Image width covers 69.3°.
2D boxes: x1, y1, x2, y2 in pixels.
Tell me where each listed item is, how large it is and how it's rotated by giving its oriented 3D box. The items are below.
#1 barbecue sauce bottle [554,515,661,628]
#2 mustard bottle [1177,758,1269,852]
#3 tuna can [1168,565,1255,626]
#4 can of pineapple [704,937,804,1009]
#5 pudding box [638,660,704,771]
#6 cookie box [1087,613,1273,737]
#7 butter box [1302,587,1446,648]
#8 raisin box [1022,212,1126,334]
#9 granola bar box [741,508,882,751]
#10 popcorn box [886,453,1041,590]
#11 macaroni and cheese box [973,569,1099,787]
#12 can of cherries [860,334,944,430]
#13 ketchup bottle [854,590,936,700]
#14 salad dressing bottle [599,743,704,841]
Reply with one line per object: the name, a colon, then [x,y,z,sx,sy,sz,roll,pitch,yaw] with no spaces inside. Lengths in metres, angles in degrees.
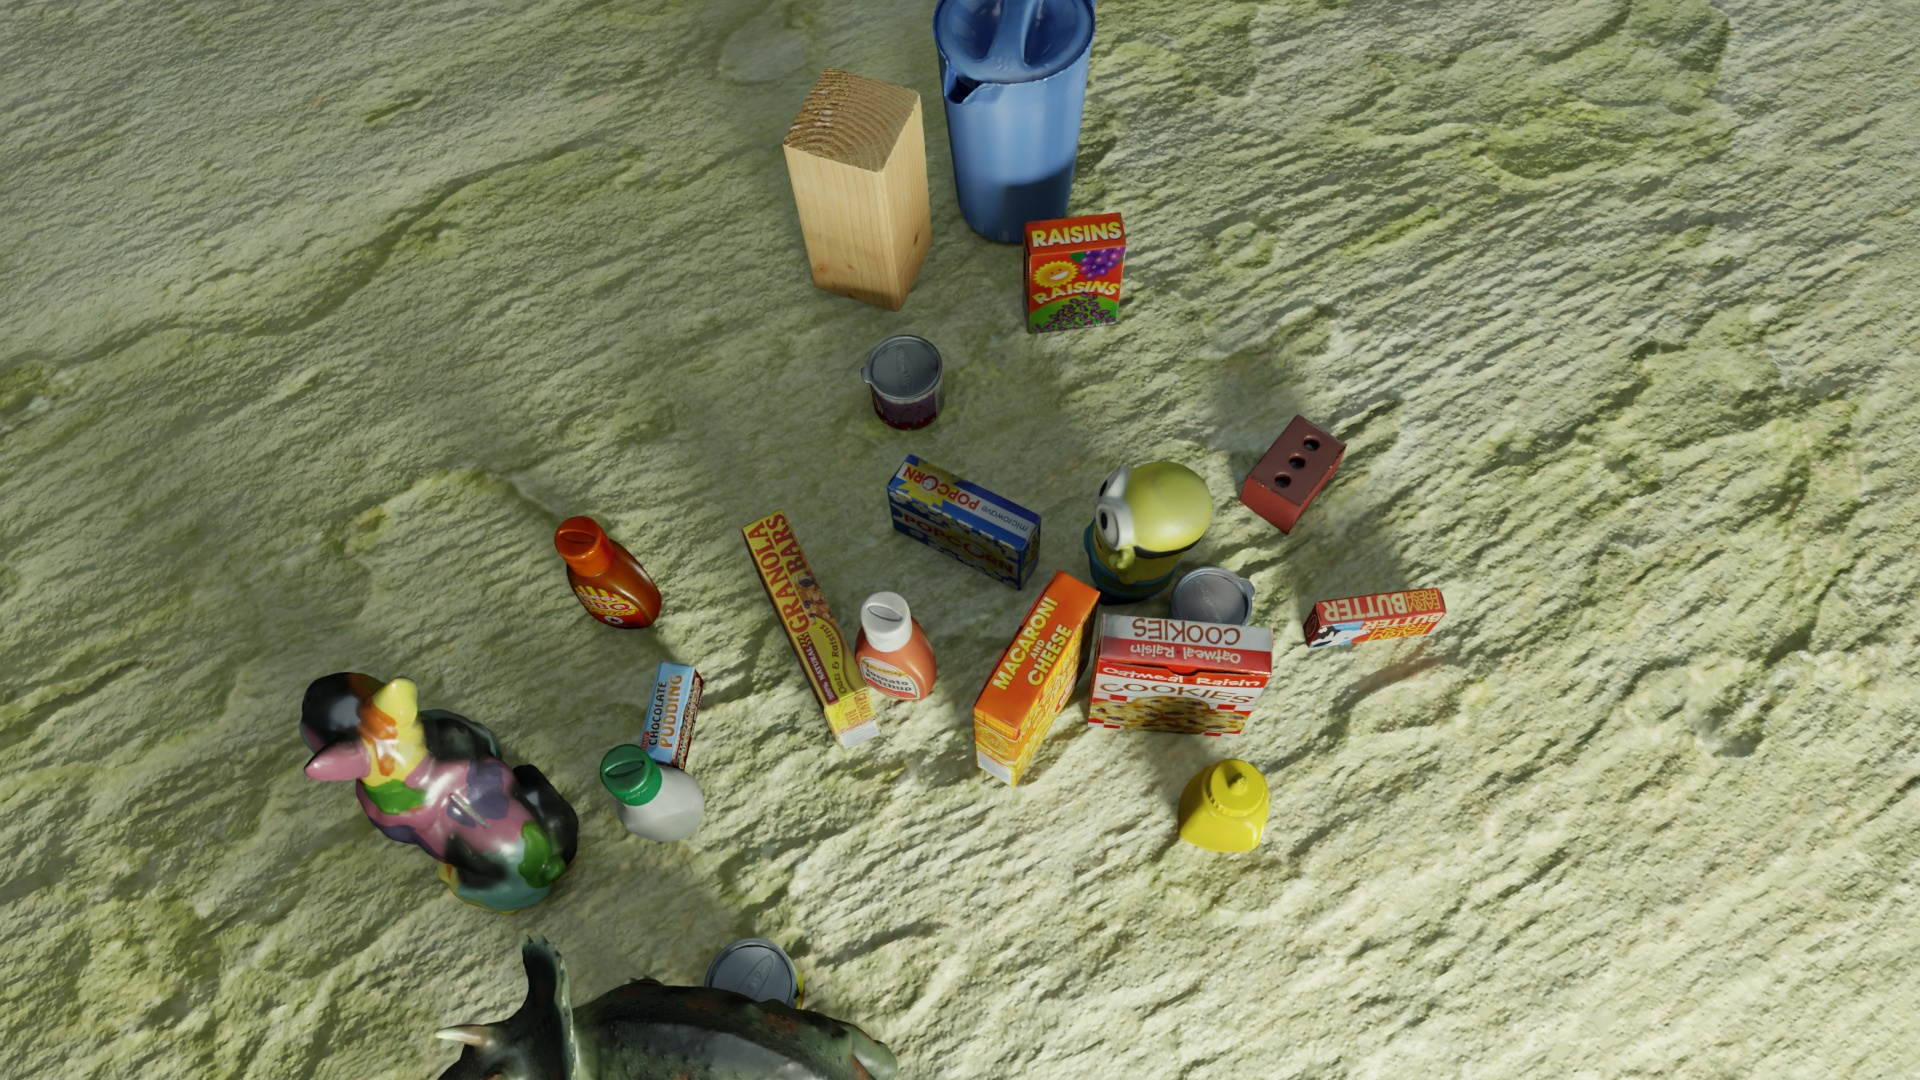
barbecue sauce bottle: [-0.287,0.026,1.115,0.065,0.148,0.044,9,67,6]
mustard bottle: [0.197,0.191,1.018,0.065,0.159,0.049,8,67,6]
tuna can: [0.208,0.056,1.149,0.071,0.032,0.071,-1,66,2]
can of pineapple: [-0.149,0.332,1.022,0.071,0.057,0.071,-1,66,2]
pudding box: [-0.232,0.144,1.114,0.030,0.049,0.084,7,66,5]
cookie box: [0.162,0.107,1.054,0.123,0.166,0.040,4,66,4]
butter box: [0.336,0.063,1.130,0.103,0.053,0.024,-7,66,-1]
raisin box: [0.100,-0.236,1.235,0.086,0.123,0.040,-6,66,-1]
granola bar box: [-0.118,0.074,1.101,0.039,0.123,0.166,-25,67,-9]
popcorn box: [0.004,-0.015,1.159,0.127,0.085,0.038,26,70,13]
macaroni and cheese box: [0.056,0.109,1.057,0.040,0.165,0.124,28,70,13]
can of cherries: [-0.050,-0.139,1.231,0.071,0.058,0.072,-1,66,2]
ketchup bottle: [-0.053,0.081,1.082,0.065,0.148,0.044,18,68,10]
salad dressing bottle: [-0.232,0.189,1.040,0.064,0.147,0.044,-15,67,-5]
